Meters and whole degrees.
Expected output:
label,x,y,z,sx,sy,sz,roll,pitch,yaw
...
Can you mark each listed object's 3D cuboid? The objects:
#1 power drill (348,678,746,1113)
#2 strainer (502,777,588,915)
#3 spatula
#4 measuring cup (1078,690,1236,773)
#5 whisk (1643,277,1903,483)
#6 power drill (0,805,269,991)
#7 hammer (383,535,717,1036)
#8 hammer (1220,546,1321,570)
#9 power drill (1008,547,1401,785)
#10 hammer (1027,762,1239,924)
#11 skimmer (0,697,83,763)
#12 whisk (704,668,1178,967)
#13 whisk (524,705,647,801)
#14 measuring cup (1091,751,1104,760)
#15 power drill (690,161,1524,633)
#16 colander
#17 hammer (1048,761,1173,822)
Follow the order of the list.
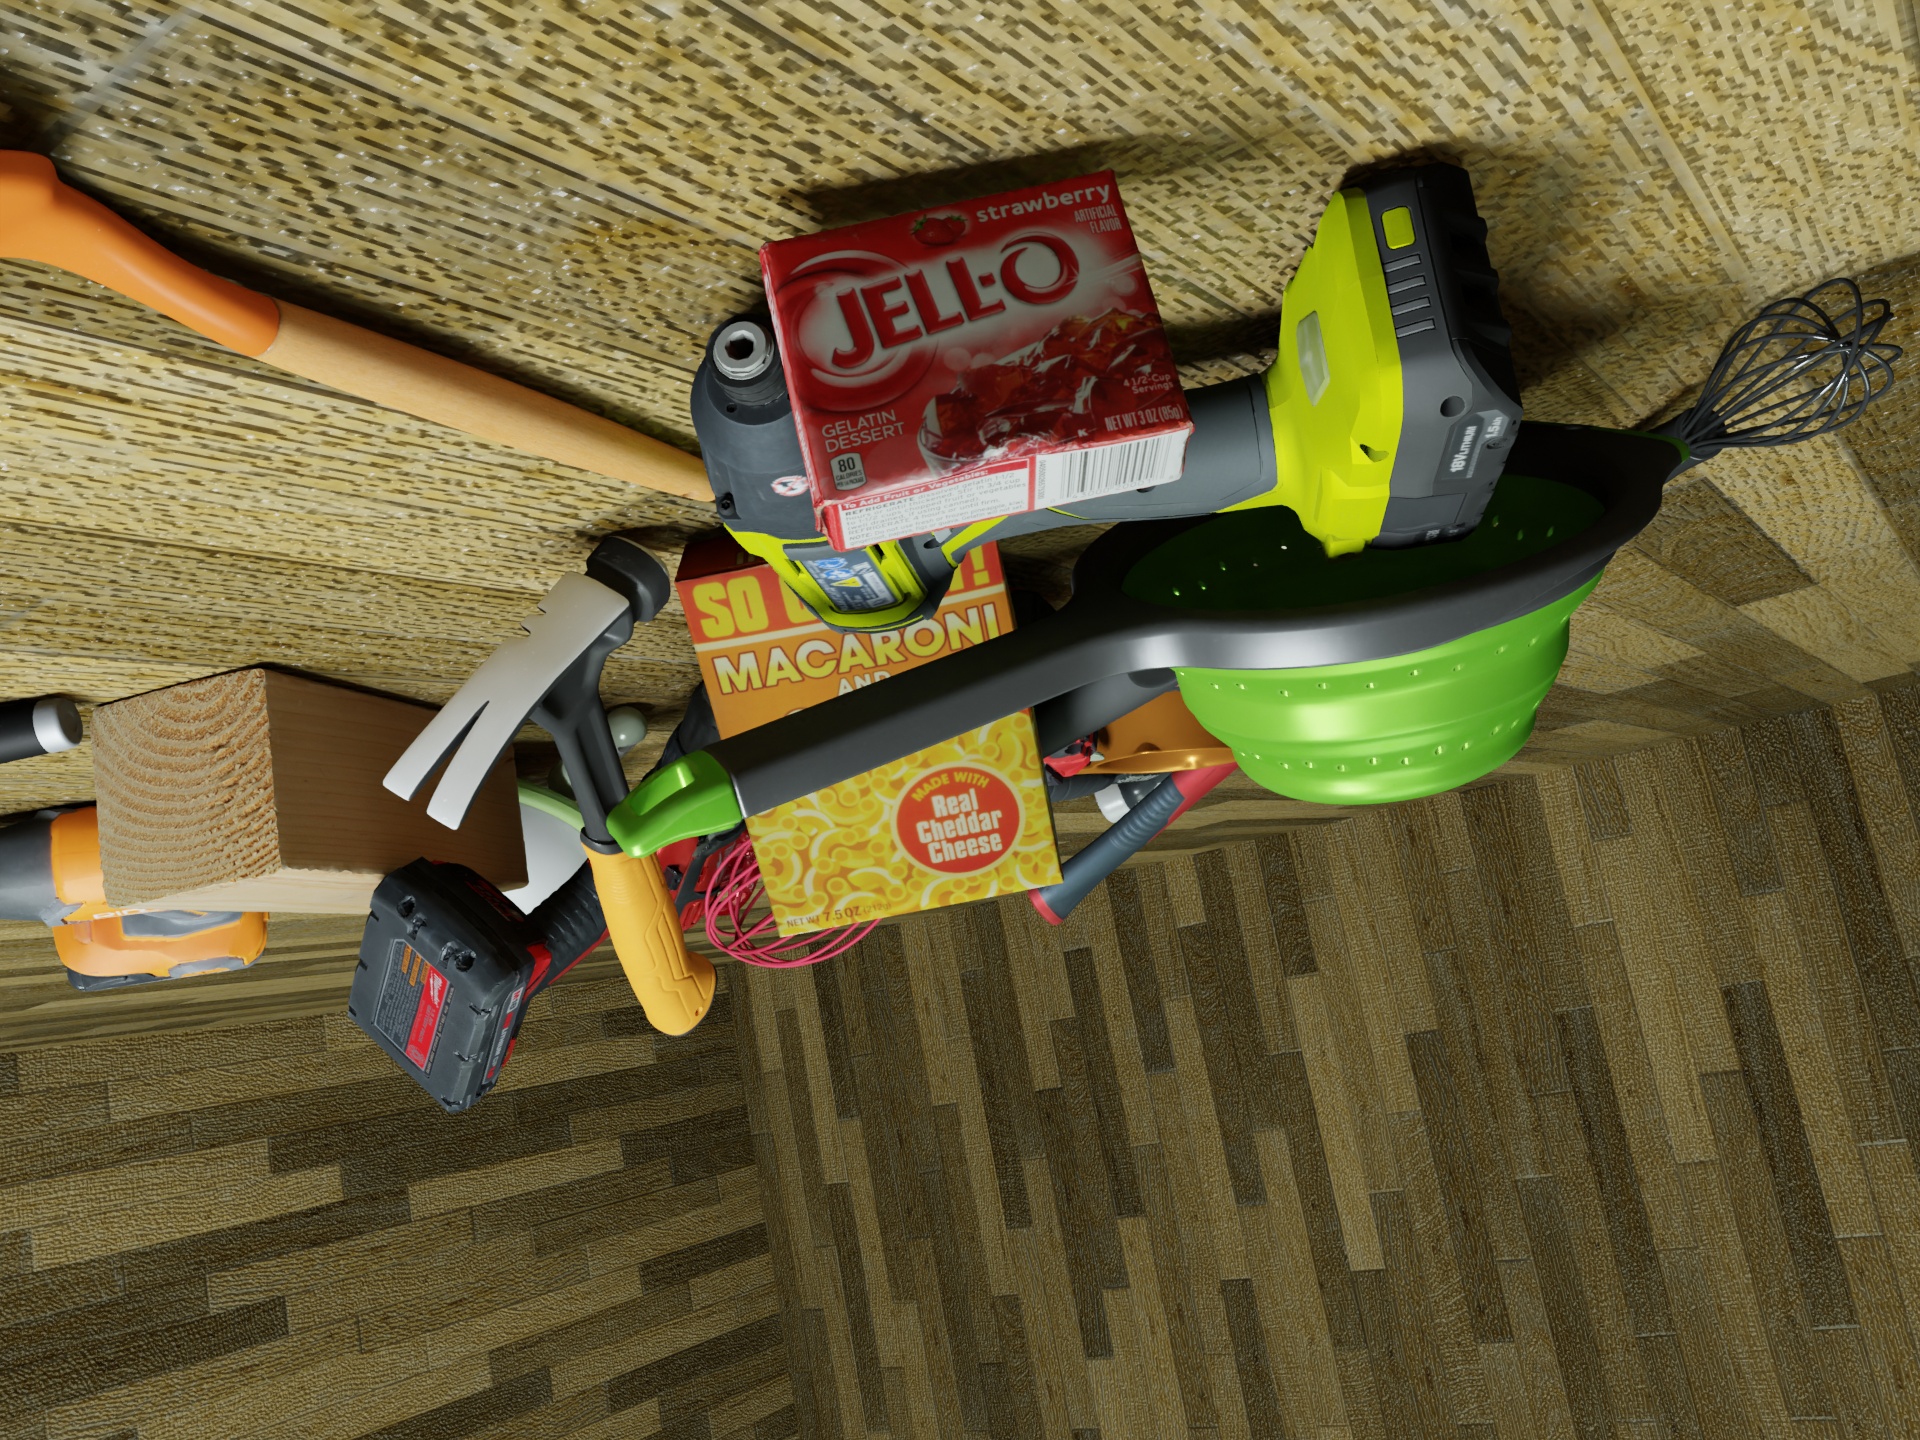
label,x,y,z,sx,sy,sz,roll,pitch,yaw
power drill,-0.186,0.073,0.807,0.227,0.080,0.187,-36,159,-49
strainer,-0.319,0.111,0.990,0.151,0.069,0.256,22,145,-27
spatula,-0.153,-0.082,0.394,0.081,0.041,0.322,-16,169,24
measuring cup,0.076,0.003,0.892,0.173,0.052,0.095,-6,171,25
whisk,0.306,-0.122,0.660,0.055,0.055,0.239,-10,175,-4
power drill,-0.498,0.102,0.942,0.164,0.084,0.226,-6,165,-22
hammer,-0.153,0.068,0.702,0.034,0.127,0.336,27,151,16
hammer,0.109,-0.044,0.897,0.146,0.038,0.410,-7,169,-13
power drill,0.111,-0.024,0.754,0.220,0.079,0.143,-6,162,21
hammer,0.171,0.033,1.060,0.143,0.038,0.386,-8,153,-39
skimmer,-0.543,0.067,0.665,0.363,0.090,0.127,-13,-158,-4
whisk,-0.005,0.032,0.714,0.296,0.073,0.073,-34,160,24
whisk,-0.241,0.041,0.965,0.058,0.059,0.246,-20,172,-36
measuring cup,-0.001,-0.003,0.866,0.167,0.038,0.083,6,166,17
power drill,0.039,-0.088,0.473,0.223,0.080,0.171,-9,165,7
colander,0.077,-0.004,0.557,0.397,0.094,0.205,-22,-158,-19
hammer,0.108,0.040,1.138,0.149,0.036,0.408,-26,170,21
